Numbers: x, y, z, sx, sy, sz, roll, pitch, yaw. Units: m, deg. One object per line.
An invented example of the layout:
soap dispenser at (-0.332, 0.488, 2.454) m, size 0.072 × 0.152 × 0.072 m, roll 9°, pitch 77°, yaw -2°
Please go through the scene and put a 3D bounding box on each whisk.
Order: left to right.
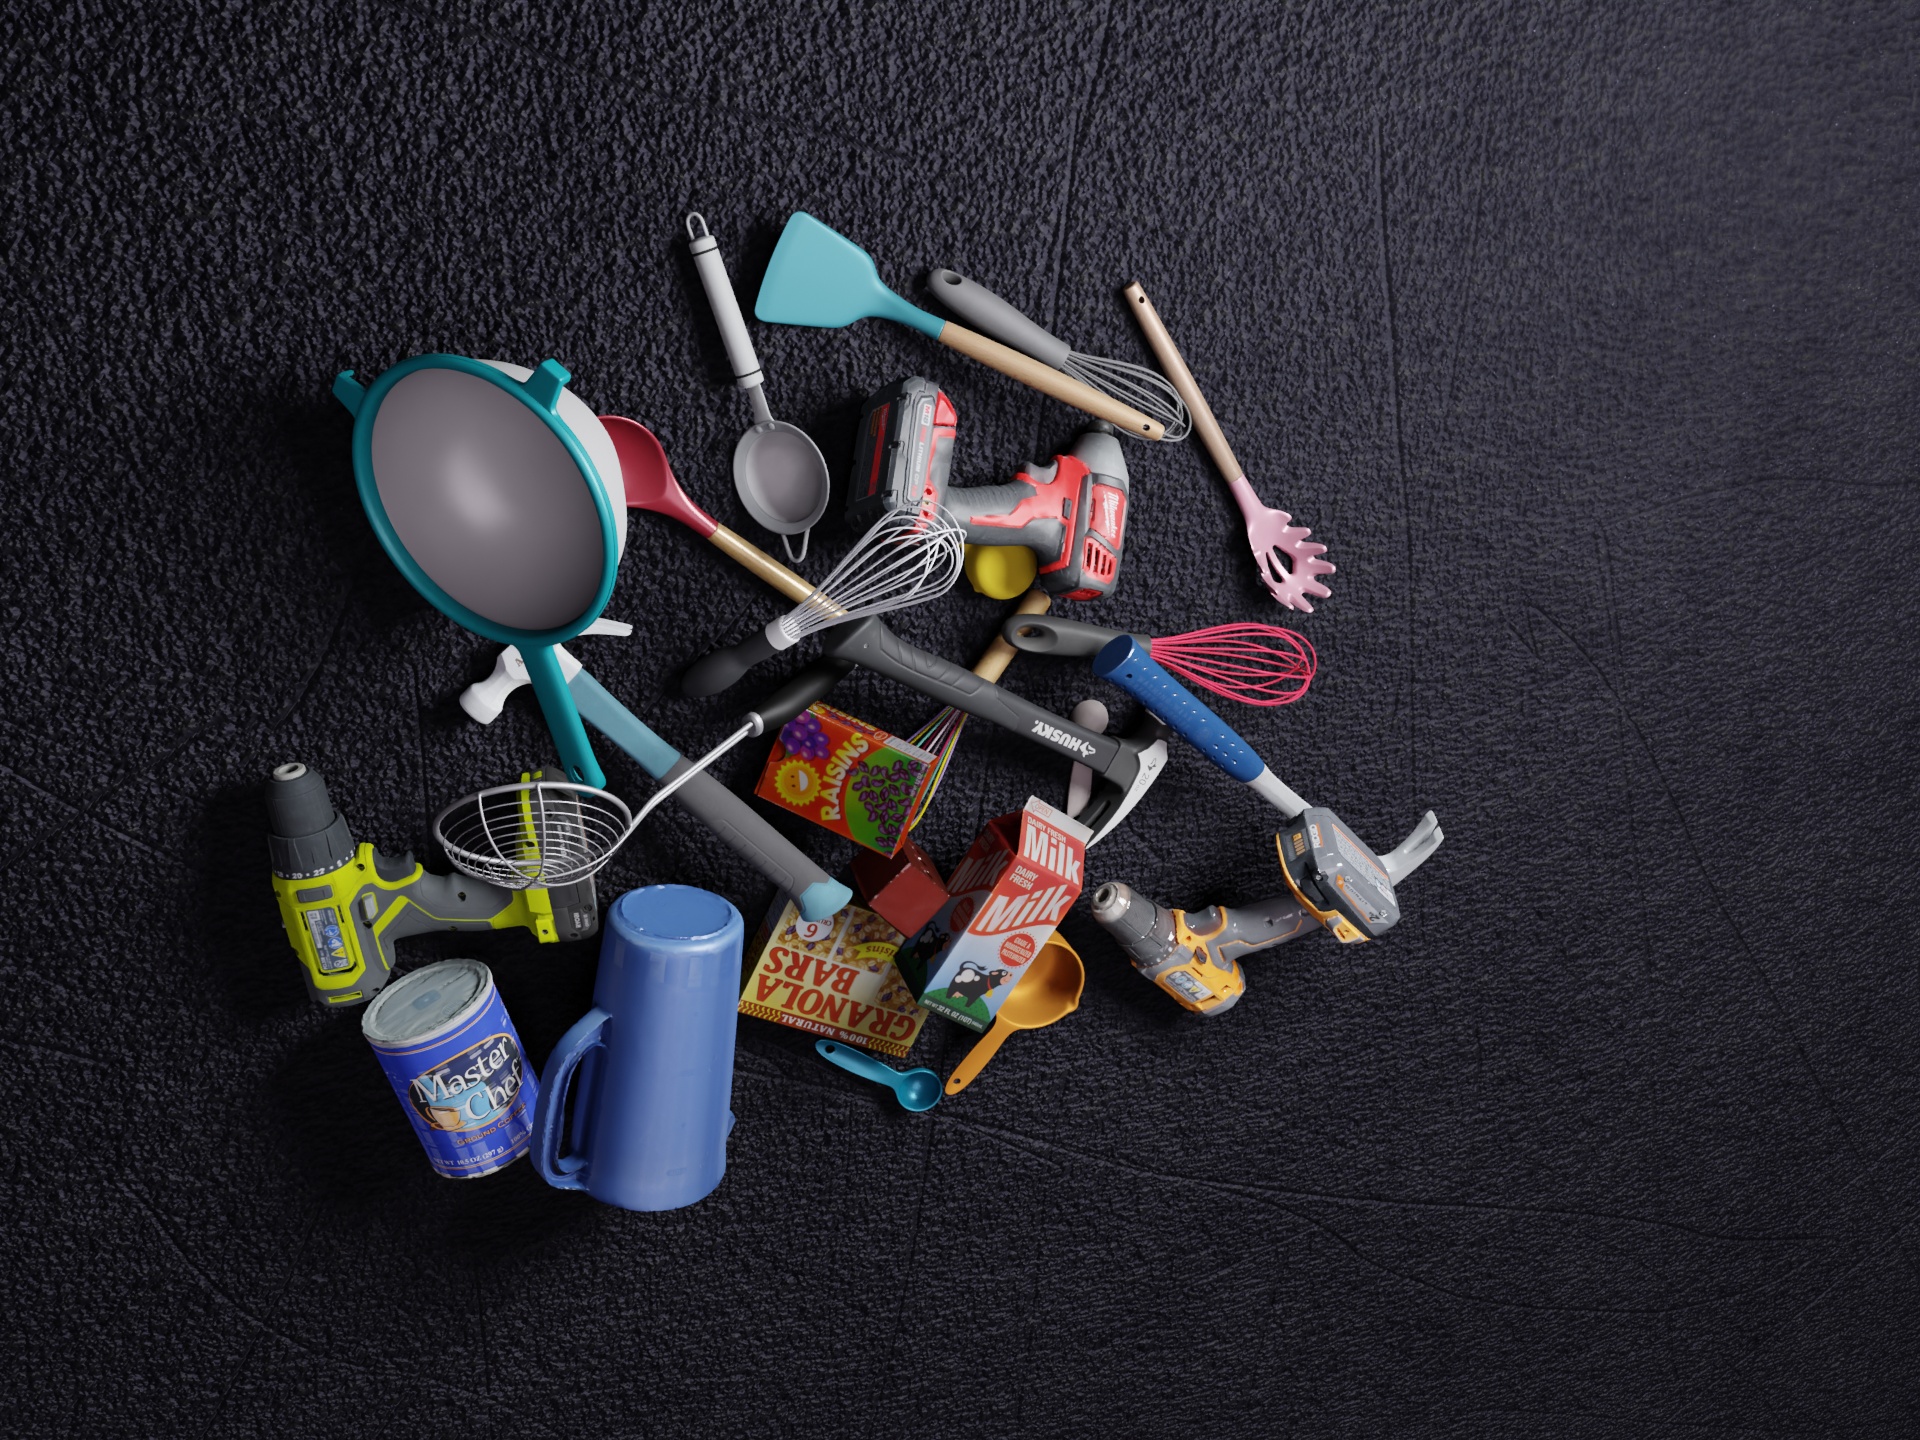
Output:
whisk at (-0.108, -0.077, 1.172) m, size 0.284 × 0.070 × 0.070 m, roll -27°, pitch 123°, yaw 32°
whisk at (0.000, -0.003, 1.308) m, size 0.051 × 0.047 × 0.245 m, roll 33°, pitch 95°, yaw -36°
whisk at (0.077, -0.280, 1.215) m, size 0.238 × 0.055 × 0.055 m, roll 27°, pitch 101°, yaw -18°
whisk at (0.170, -0.057, 1.321) m, size 0.295 × 0.073 × 0.073 m, roll 7°, pitch 109°, yaw -21°

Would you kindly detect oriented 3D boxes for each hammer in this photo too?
hammer at (-0.217, 0.046, 1.234) m, size 0.330 × 0.033 × 0.128 m, roll 43°, pitch 95°, yaw -17°
hammer at (0.031, -0.005, 1.279) m, size 0.334 × 0.035 × 0.146 m, roll 24°, pitch 99°, yaw -34°
hammer at (0.261, 0.046, 1.365) m, size 0.144 × 0.035 × 0.405 m, roll -37°, pitch 126°, yaw 23°

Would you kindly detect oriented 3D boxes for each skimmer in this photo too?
skimmer at (-0.210, 0.011, 1.152) m, size 0.090 × 0.127 × 0.363 m, roll 48°, pitch 48°, yaw 2°

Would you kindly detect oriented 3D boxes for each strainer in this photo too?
strainer at (-0.292, -0.109, 1.126) m, size 0.211 × 0.095 × 0.340 m, roll 3°, pitch 123°, yaw 26°
strainer at (-0.149, -0.243, 1.164) m, size 0.087 × 0.050 × 0.258 m, roll -5°, pitch 115°, yaw 32°

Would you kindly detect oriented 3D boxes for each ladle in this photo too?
ladle at (-0.167, -0.131, 1.211) m, size 0.315 × 0.031 × 0.069 m, roll 35°, pitch 107°, yaw -28°

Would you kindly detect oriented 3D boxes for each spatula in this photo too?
spatula at (0.009, -0.274, 1.176) m, size 0.317 × 0.044 × 0.082 m, roll 23°, pitch 110°, yaw -9°

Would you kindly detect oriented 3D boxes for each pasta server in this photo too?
pasta server at (0.215, -0.219, 1.290) m, size 0.060 × 0.040 × 0.316 m, roll -41°, pitch 117°, yaw -12°

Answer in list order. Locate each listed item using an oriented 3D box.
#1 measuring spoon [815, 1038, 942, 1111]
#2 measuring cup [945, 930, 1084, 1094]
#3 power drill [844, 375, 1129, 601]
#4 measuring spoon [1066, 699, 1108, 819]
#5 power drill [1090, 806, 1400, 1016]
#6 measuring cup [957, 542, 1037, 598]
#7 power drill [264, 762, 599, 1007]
measuring spoon at (-0.075, 0.311, 1.429) m, size 0.128 × 0.021 × 0.042 m, roll 29°, pitch 101°, yaw -16°
measuring cup at (0.035, 0.256, 1.419) m, size 0.095 × 0.052 × 0.173 m, roll 33°, pitch 100°, yaw -26°
power drill at (0.032, -0.182, 1.216) m, size 0.219 × 0.078 × 0.143 m, roll 12°, pitch 82°, yaw -27°
measuring spoon at (0.108, 0.043, 1.372) m, size 0.034 × 0.018 × 0.124 m, roll -1°, pitch 109°, yaw -17°
power drill at (0.242, 0.163, 1.393) m, size 0.226 × 0.084 × 0.185 m, roll -32°, pitch 126°, yaw 26°
measuring cup at (-0.003, -0.148, 1.253) m, size 0.156 × 0.029 × 0.062 m, roll 32°, pitch 99°, yaw -28°
power drill at (-0.402, 0.108, 1.207) m, size 0.228 × 0.080 × 0.190 m, roll -10°, pitch 115°, yaw -11°
